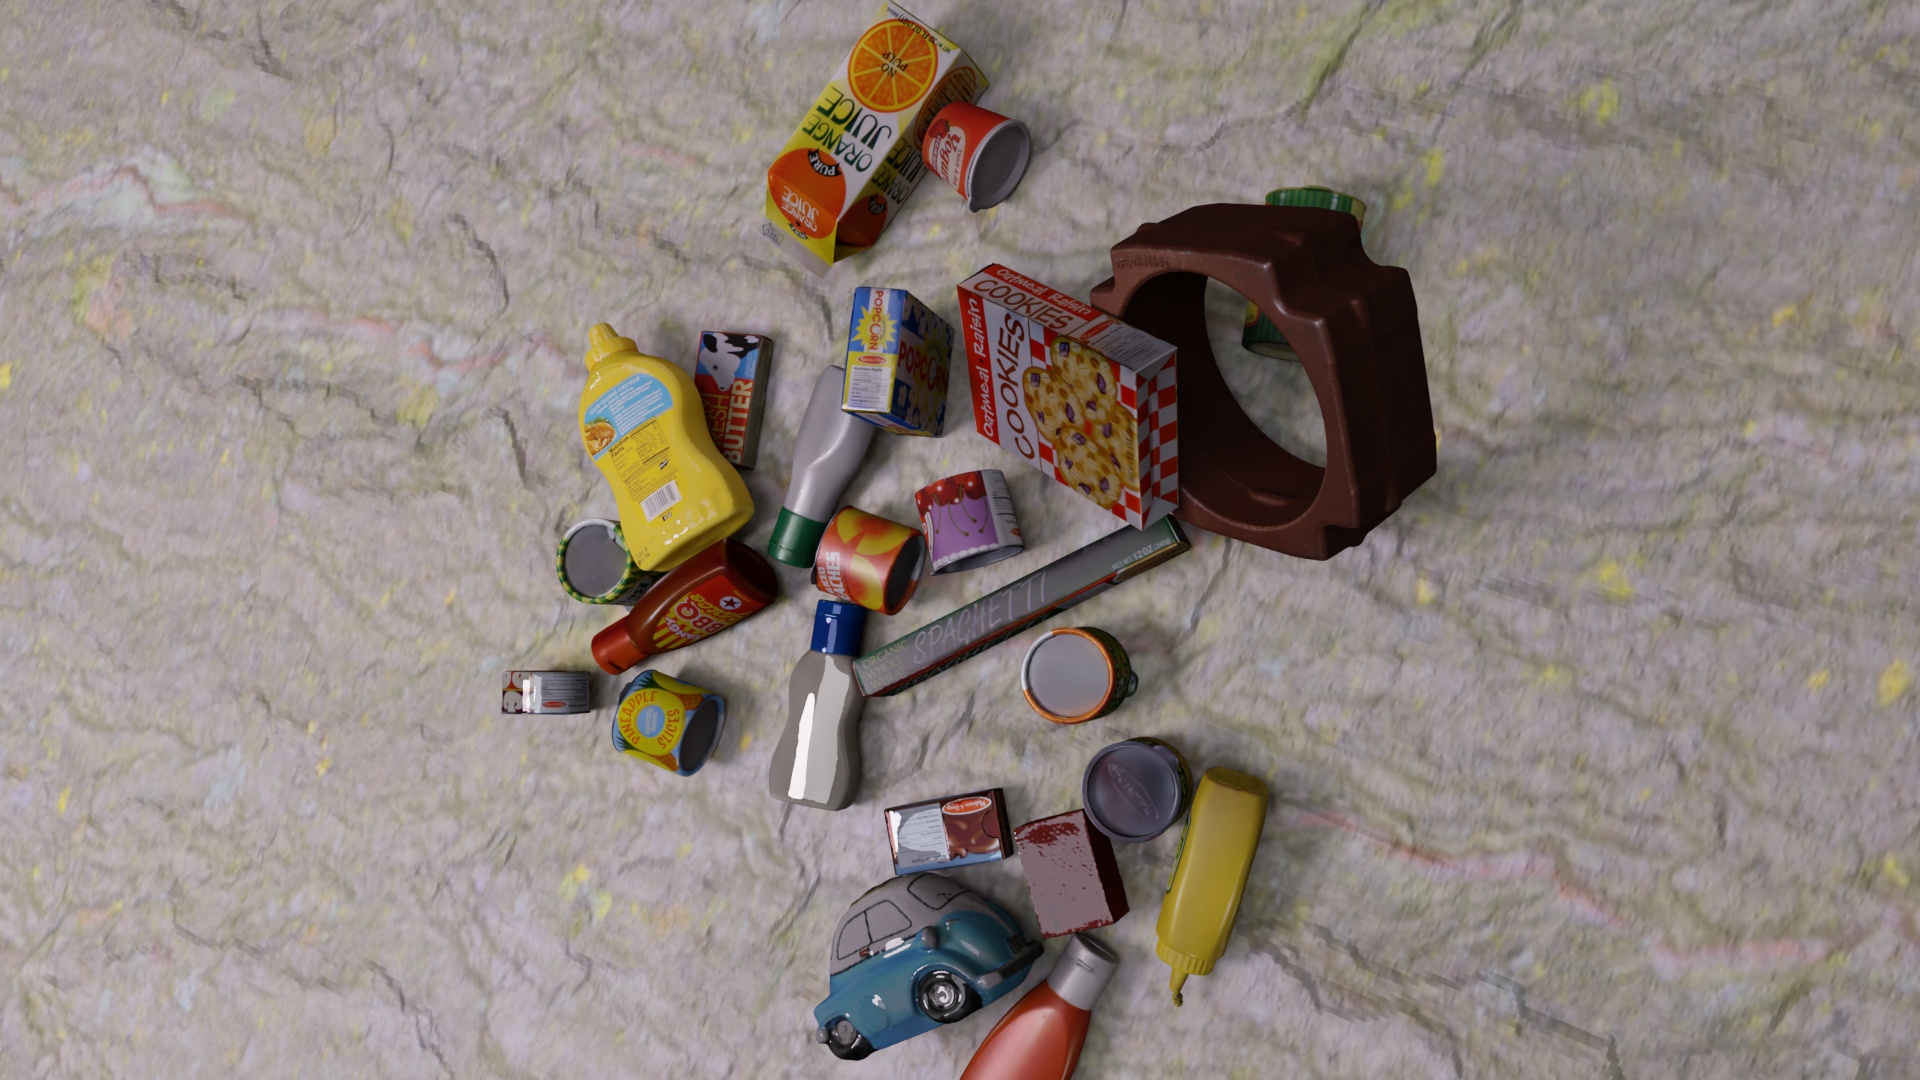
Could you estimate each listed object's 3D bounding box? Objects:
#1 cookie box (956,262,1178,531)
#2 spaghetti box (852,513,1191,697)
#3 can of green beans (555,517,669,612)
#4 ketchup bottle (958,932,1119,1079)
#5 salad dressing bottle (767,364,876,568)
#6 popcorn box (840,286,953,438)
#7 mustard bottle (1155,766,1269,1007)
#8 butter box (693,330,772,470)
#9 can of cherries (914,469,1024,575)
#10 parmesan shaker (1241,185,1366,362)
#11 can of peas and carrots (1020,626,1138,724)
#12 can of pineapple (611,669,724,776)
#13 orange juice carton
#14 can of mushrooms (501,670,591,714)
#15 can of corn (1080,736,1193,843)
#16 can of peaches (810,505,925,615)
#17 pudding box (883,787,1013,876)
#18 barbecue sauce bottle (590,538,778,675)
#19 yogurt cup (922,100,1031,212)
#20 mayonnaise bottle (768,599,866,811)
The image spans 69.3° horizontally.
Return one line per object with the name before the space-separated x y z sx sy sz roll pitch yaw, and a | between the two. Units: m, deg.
cookie box | 0.070 -0.097 0.912 0.040 0.122 0.168 -32 45 -26
spaghetti box | 0.040 0.047 0.970 0.250 0.050 0.029 -27 77 14
can of green beans | -0.266 0.017 1.064 0.071 0.058 0.071 -1 85 17
ketchup bottle | 0.055 0.338 0.944 0.065 0.043 0.148 32 95 16
salad dressing bottle | -0.101 -0.053 1.023 0.064 0.044 0.147 30 102 50
popcorn box | -0.042 -0.122 0.970 0.038 0.127 0.085 5 88 15
mustard bottle | 0.160 0.231 0.912 0.049 0.065 0.160 17 94 14
butter box | -0.178 -0.107 1.064 0.053 0.024 0.103 8 88 18
can of cherries | 0.003 -0.012 0.977 0.071 0.071 0.058 -18 80 15
parmesan shaker | 0.226 -0.175 0.919 0.071 0.071 0.103 10 89 18
can of peas and carrots | 0.081 0.092 0.949 0.071 0.059 0.071 -1 86 18
can of pineapple | -0.217 0.135 1.032 0.058 0.071 0.071 17 91 17
orange juice carton | -0.071 -0.287 1.021 0.072 0.073 0.192 39 98 16
can of mushrooms | -0.320 0.117 1.069 0.071 0.071 0.033 -1 86 17
can of corn | 0.121 0.164 0.931 0.071 0.058 0.071 -1 85 17
can of peaches | -0.065 0.016 0.995 0.058 0.071 0.071 19 92 17
pudding box | -0.008 0.206 0.982 0.083 0.030 0.050 -13 81 16
barbecue sauce bottle | -0.212 0.054 1.044 0.148 0.064 0.044 -29 45 21
yogurt cup | 0.010 -0.281 1.001 0.054 0.072 0.072 36 97 25
mayonnaise bottle | -0.098 0.118 1.013 0.065 0.041 0.148 9 87 16
